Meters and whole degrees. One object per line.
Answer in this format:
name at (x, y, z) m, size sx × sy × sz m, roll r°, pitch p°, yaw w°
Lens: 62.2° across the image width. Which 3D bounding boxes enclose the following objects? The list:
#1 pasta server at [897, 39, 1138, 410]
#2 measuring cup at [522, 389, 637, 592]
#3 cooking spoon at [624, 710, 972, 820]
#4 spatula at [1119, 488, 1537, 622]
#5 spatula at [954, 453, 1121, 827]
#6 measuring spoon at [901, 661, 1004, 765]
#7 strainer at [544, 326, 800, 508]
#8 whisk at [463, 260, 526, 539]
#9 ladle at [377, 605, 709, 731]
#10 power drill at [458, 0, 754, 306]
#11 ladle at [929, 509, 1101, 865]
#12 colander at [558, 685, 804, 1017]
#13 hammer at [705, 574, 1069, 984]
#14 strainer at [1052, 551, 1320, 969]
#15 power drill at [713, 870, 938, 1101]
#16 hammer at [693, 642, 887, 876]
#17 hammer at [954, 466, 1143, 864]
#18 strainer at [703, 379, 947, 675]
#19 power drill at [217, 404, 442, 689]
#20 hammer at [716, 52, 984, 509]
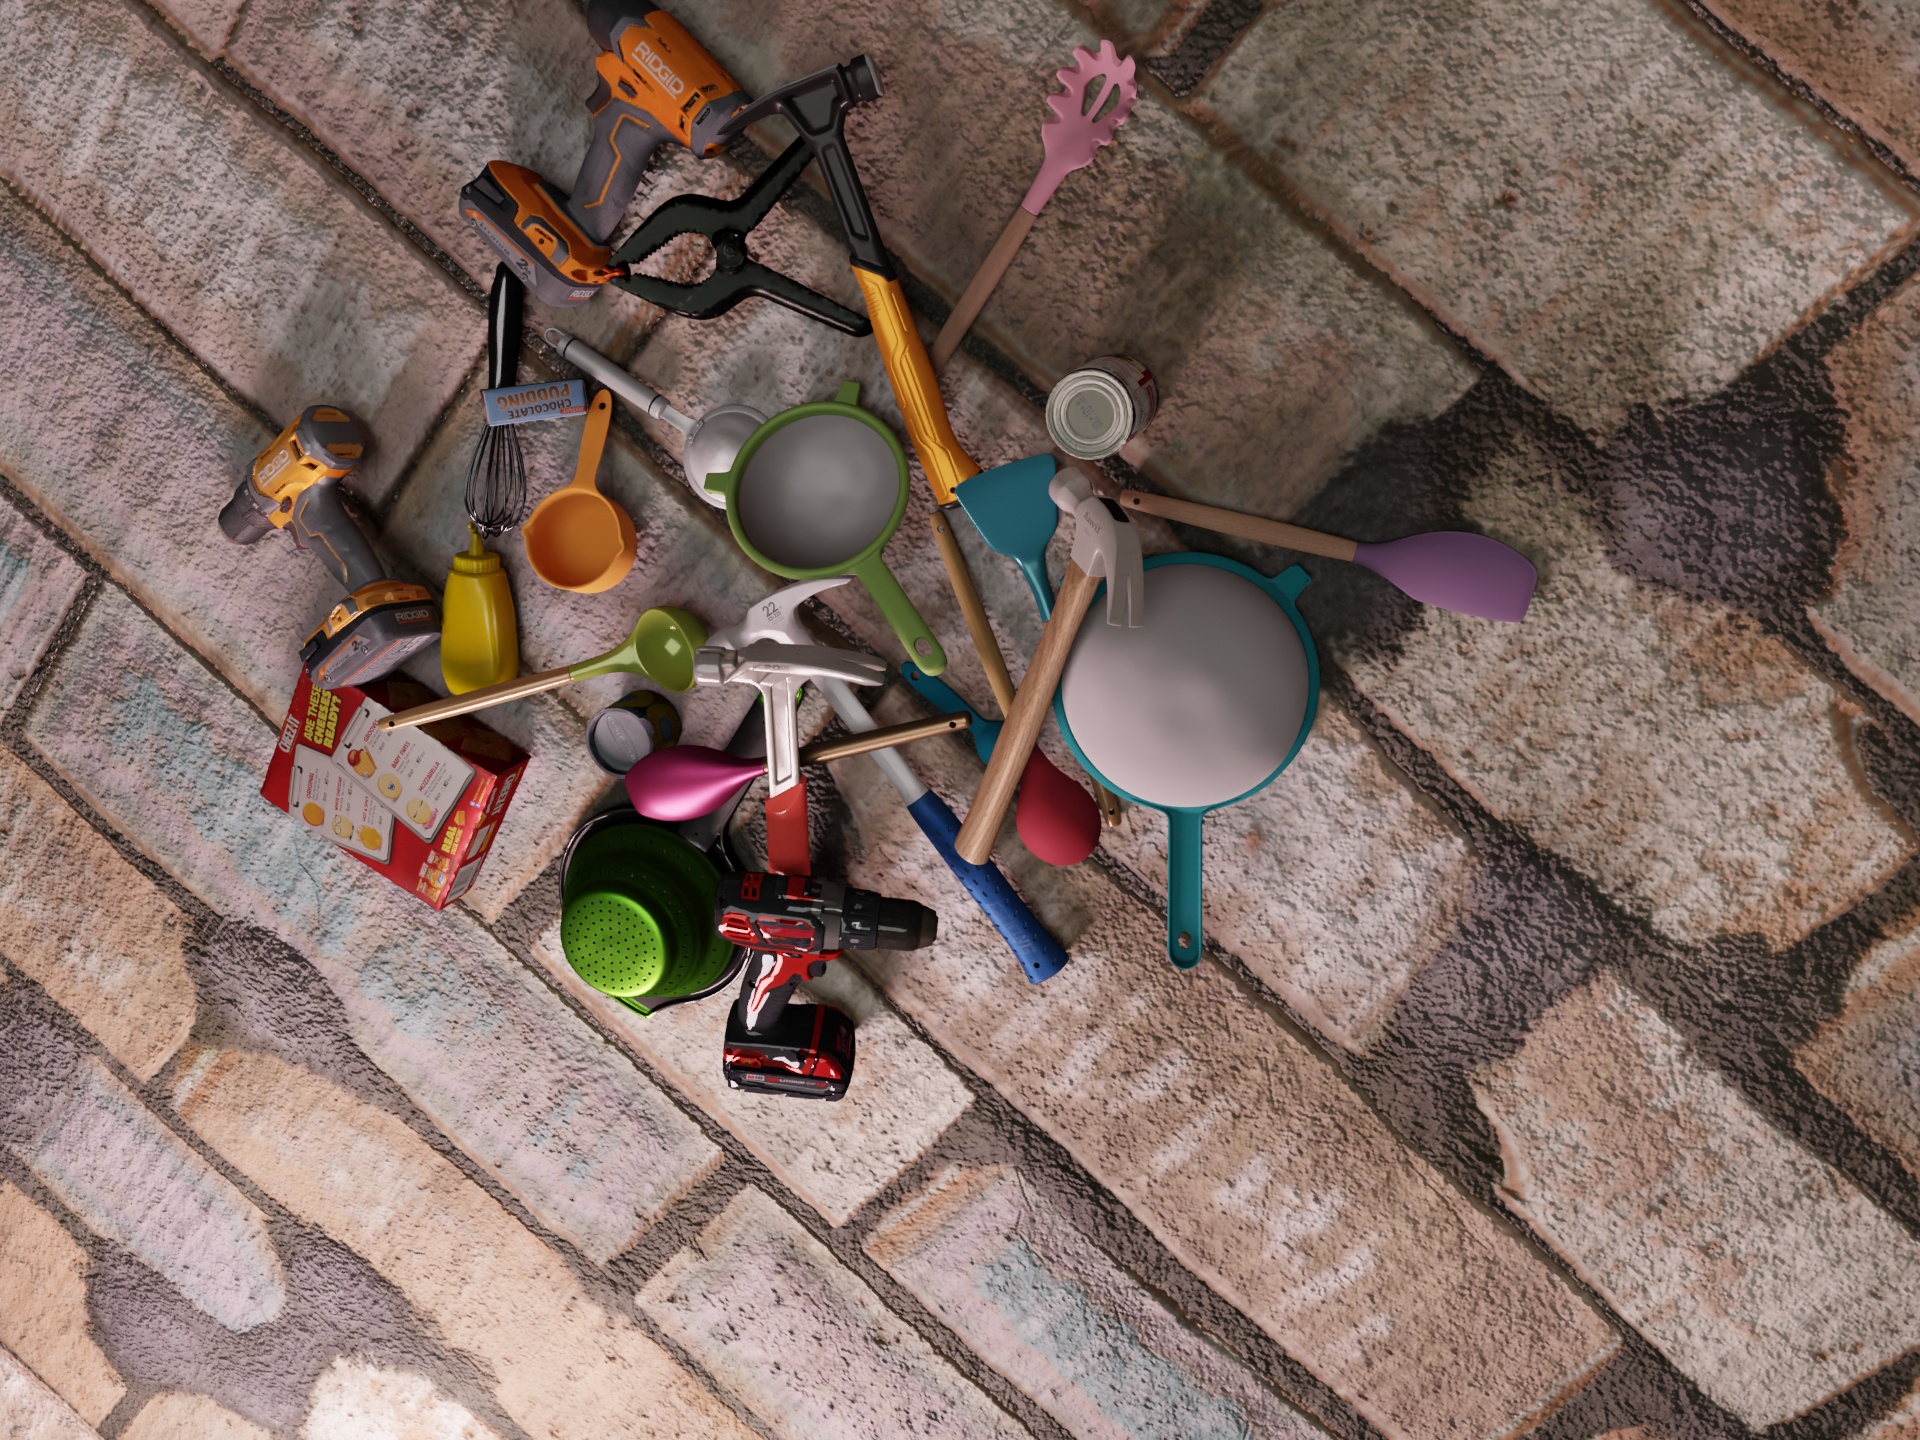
pasta server at (0.035, -0.362, 1.201) m, size 0.060 × 0.040 × 0.316 m, roll 37°, pitch 115°, yaw 4°
measuring cup at (-0.313, -0.194, 1.365) m, size 0.095 × 0.052 × 0.173 m, roll 10°, pitch 87°, yaw 13°
cooking spoon at (-0.140, 0.032, 1.330) m, size 0.319 × 0.017 × 0.068 m, roll -13°, pitch 108°, yaw 17°
spatula at (0.276, -0.137, 1.211) m, size 0.316 × 0.018 × 0.059 m, roll 14°, pitch 102°, yaw 12°
spatula at (0.080, -0.056, 1.284) m, size 0.082 × 0.044 × 0.317 m, roll -19°, pitch 104°, yaw 1°
measuring spoon at (-0.002, -0.004, 1.338) m, size 0.128 × 0.021 × 0.042 m, roll 39°, pitch 114°, yaw 2°
strainer at (-0.246, -0.256, 1.324) m, size 0.258 × 0.050 × 0.087 m, roll 34°, pitch 98°, yaw 8°
whisk at (-0.395, -0.272, 1.362) m, size 0.055 × 0.055 × 0.239 m, roll 12°, pitch 107°, yaw 13°
ladle at (-0.368, -0.032, 1.393) m, size 0.320 × 0.062 × 0.078 m, roll -14°, pitch 103°, yaw 8°
power drill at (-0.290, -0.458, 1.250) m, size 0.226 × 0.084 × 0.164 m, roll -43°, pitch 91°, yaw 20°
ladle at (0.038, -0.024, 1.308) m, size 0.069 × 0.031 × 0.315 m, roll -22°, pitch 95°, yaw 5°
colander at (-0.255, 0.124, 1.419) m, size 0.204 × 0.094 × 0.397 m, roll 35°, pitch 114°, yaw 4°
hammer at (-0.038, 0.054, 1.348) m, size 0.144 × 0.035 × 0.405 m, roll -35°, pitch 99°, yaw 18°
strainer at (0.174, 0.043, 1.235) m, size 0.211 × 0.095 × 0.340 m, roll 0°, pitch 102°, yaw 7°
power drill at (-0.121, 0.228, 1.384) m, size 0.188 × 0.080 × 0.226 m, roll 7°, pitch 127°, yaw -2°
hammer at (-0.136, 0.086, 1.338) m, size 0.149 × 0.037 × 0.358 m, roll 4°, pitch 130°, yaw 3°
hammer at (0.060, -0.021, 1.236) m, size 0.031 × 0.130 × 0.331 m, roll 1°, pitch 126°, yaw -30°
strainer at (-0.080, -0.134, 1.267) m, size 0.151 × 0.069 × 0.256 m, roll -34°, pitch 73°, yaw 1°
power drill at (-0.578, -0.143, 1.430) m, size 0.185 × 0.084 × 0.226 m, roll -29°, pitch 84°, yaw 31°
hammer at (-0.066, -0.319, 1.216) m, size 0.127 × 0.034 × 0.336 m, roll -18°, pitch 106°, yaw 11°
